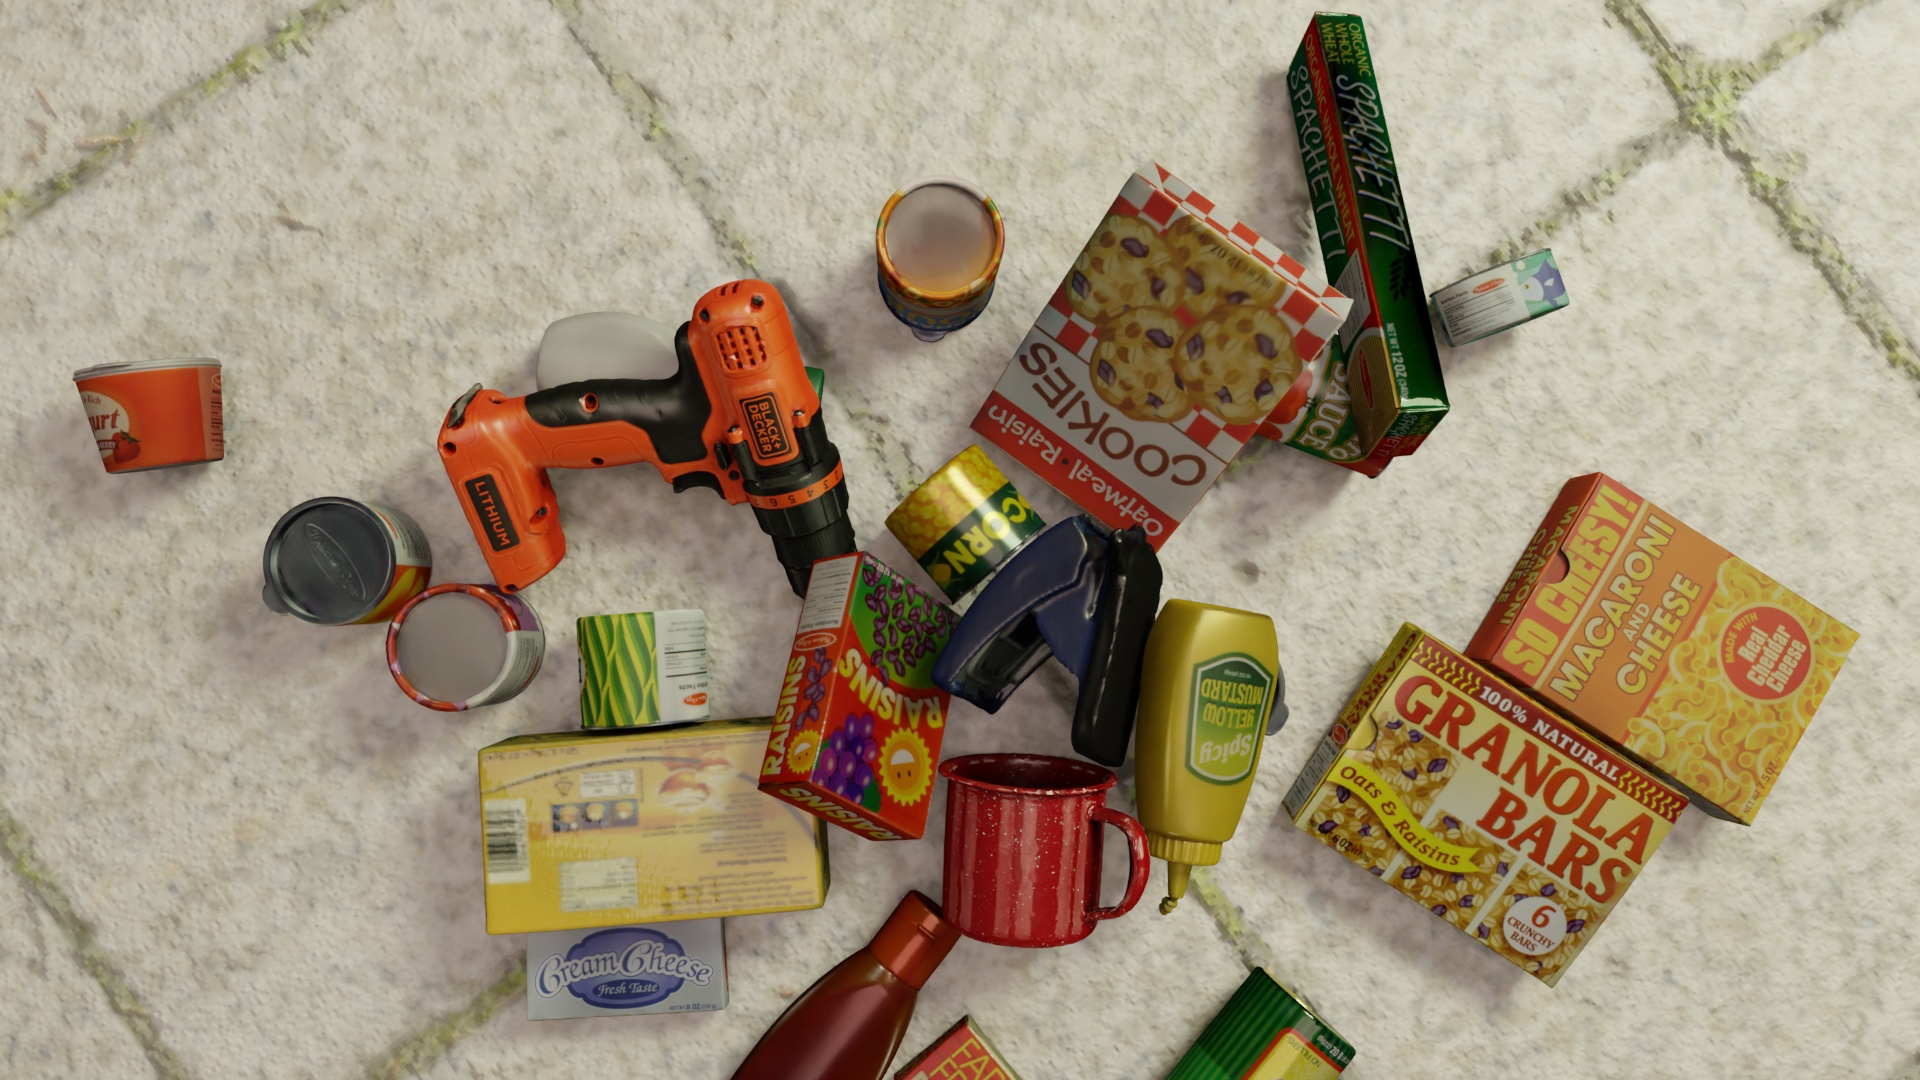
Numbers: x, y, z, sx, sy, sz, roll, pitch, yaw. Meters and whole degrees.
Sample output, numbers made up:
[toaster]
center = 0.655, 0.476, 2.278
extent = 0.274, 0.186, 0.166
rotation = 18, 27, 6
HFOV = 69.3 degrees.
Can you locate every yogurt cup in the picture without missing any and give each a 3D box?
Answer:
[yogurt cup]
center = -0.420, -0.065, 0.726
extent = 0.072, 0.072, 0.054
rotation = -8, 95, -2

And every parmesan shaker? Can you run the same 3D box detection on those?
[parmesan shaker]
center = 0.147, 0.282, 0.723
extent = 0.071, 0.071, 0.103
rotation = 40, 86, 0

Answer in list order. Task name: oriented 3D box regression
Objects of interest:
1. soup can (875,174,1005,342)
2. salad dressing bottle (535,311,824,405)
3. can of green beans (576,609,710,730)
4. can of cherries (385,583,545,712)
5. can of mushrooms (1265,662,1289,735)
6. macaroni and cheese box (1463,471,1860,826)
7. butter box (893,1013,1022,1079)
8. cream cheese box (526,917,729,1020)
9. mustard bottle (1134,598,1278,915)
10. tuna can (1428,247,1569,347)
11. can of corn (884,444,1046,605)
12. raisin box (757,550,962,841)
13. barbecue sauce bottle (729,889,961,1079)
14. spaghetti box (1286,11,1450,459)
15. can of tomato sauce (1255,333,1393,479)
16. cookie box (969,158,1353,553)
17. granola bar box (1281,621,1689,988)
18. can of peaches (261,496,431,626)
[soup can]
center = -0.012, -0.147, 0.736
extent = 0.071, 0.083, 0.071
rotation = 0, 87, -2
[salad dressing bottle]
center = -0.149, -0.085, 0.747
extent = 0.148, 0.044, 0.064
rotation = 9, 98, -3
[can of green beans]
center = -0.166, 0.067, 0.726
extent = 0.071, 0.071, 0.058
rotation = -4, 87, -2
[can of cherries]
center = -0.260, 0.054, 0.726
extent = 0.071, 0.058, 0.071
rotation = 0, 87, -3
[can of mushrooms]
center = 0.142, 0.080, 0.753
extent = 0.071, 0.033, 0.071
rotation = 0, 86, -2
[macaroni and cheese box]
center = 0.382, 0.058, 0.760
extent = 0.166, 0.040, 0.124
rotation = 32, 85, 0
[butter box]
center = 0.016, 0.309, 0.739
extent = 0.053, 0.024, 0.103
rotation = -40, 89, -4
[cream cheese box]
center = -0.176, 0.223, 0.737
extent = 0.104, 0.024, 0.053
rotation = -3, 85, -2
[mustard bottle]
center = 0.120, 0.112, 0.704
extent = 0.065, 0.049, 0.160
rotation = 9, 88, -22
[tuna can]
center = 0.295, -0.132, 0.757
extent = 0.071, 0.071, 0.033
rotation = -20, 89, -3
[can of corn]
center = 0.003, -0.009, 0.734
extent = 0.071, 0.071, 0.058
rotation = -41, 88, -4
[raisin box]
center = -0.048, 0.079, 0.700
extent = 0.040, 0.086, 0.124
rotation = -12, 55, 37
[barbecue sauce bottle]
center = -0.058, 0.254, 0.730
extent = 0.065, 0.043, 0.148
rotation = 38, 85, 0
[spaghetti box]
center = 0.208, -0.164, 0.721
extent = 0.029, 0.050, 0.251
rotation = -1, 66, -6
[can of tomato sauce]
center = 0.195, -0.078, 0.746
extent = 0.083, 0.071, 0.071
rotation = 21, 86, 0
[cookie box]
center = 0.098, -0.089, 0.712
extent = 0.123, 0.040, 0.166
rotation = 36, 124, 3
[granola bar box]
center = 0.277, 0.140, 0.741
extent = 0.165, 0.039, 0.124
rotation = 32, 97, 0
[can of peaches]
center = -0.321, 0.013, 0.727
extent = 0.071, 0.058, 0.071
rotation = 0, 88, -2
